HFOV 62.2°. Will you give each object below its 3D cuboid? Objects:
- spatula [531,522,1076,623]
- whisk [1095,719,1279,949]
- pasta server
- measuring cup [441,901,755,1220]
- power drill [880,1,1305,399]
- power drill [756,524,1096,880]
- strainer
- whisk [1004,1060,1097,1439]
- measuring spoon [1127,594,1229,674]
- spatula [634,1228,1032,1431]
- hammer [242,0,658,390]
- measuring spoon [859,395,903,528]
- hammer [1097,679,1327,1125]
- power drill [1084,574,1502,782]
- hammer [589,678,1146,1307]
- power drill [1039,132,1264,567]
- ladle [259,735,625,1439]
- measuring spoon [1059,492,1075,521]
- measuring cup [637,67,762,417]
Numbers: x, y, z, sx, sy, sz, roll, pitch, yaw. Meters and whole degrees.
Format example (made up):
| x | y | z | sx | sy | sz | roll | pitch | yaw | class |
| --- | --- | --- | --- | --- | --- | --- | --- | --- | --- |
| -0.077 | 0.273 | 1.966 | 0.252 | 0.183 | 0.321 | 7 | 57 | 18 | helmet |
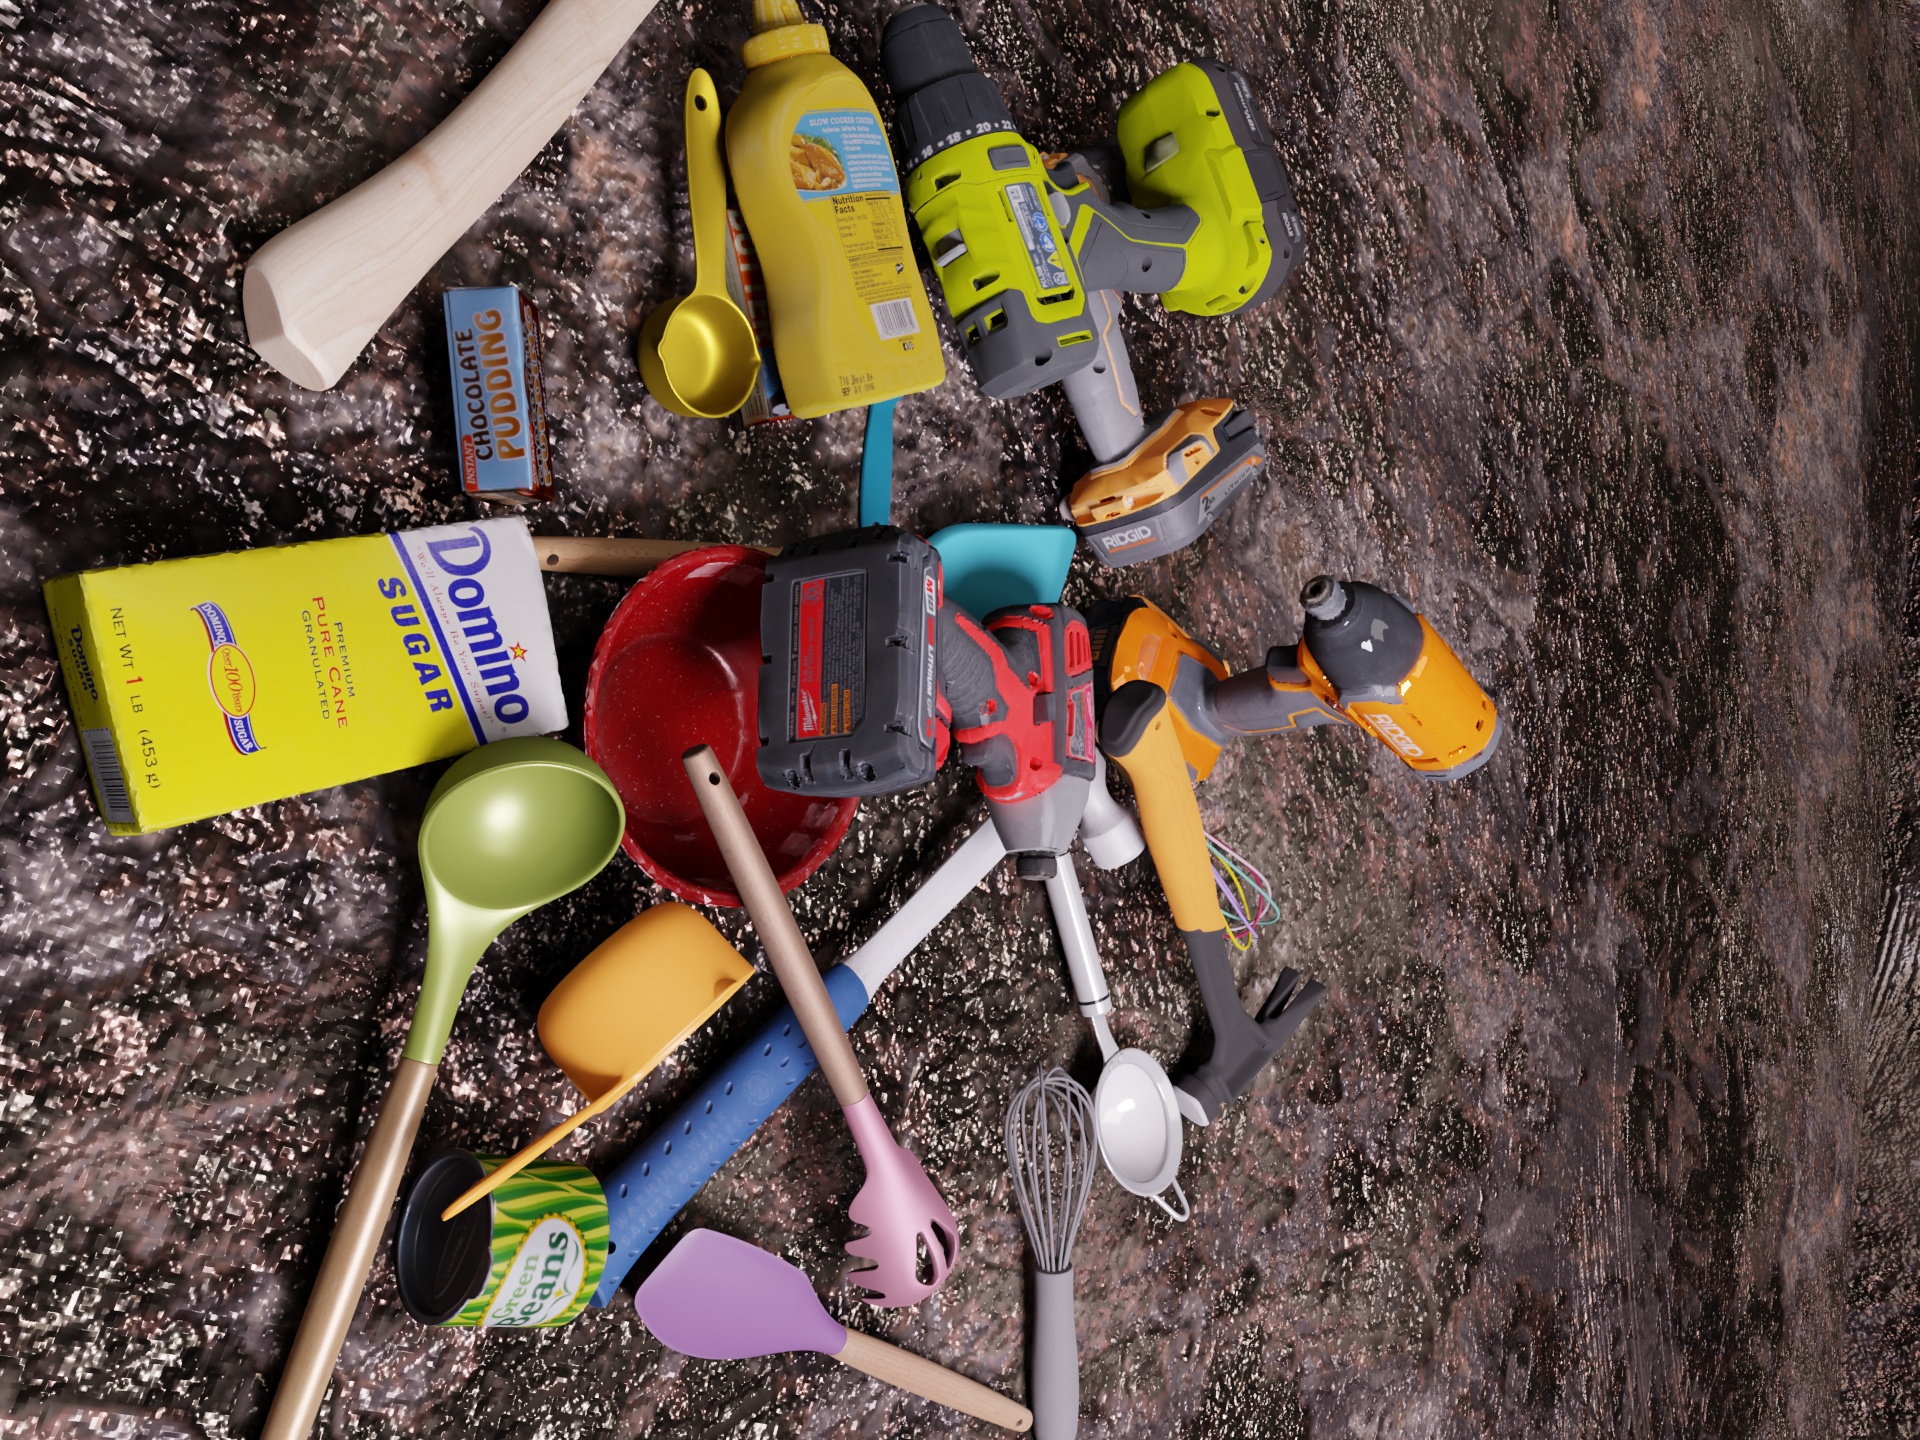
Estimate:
| x | y | z | sx | sy | sz | roll | pitch | yaw | class |
| --- | --- | --- | --- | --- | --- | --- | --- | --- | --- |
| -0.072 | -0.073 | 0.785 | 0.317 | 0.044 | 0.082 | -2 | 121 | -45 | spatula |
| 0.141 | 0.073 | 0.985 | 0.047 | 0.051 | 0.244 | -59 | 137 | -20 | whisk |
| -0.064 | 0.149 | 0.730 | 0.060 | 0.040 | 0.316 | -38 | 117 | -37 | pasta server |
| -0.157 | 0.132 | 0.643 | 0.052 | 0.095 | 0.173 | 48 | 37 | 5 | measuring cup |
| 0.066 | -0.281 | 0.832 | 0.228 | 0.080 | 0.190 | -22 | 93 | -39 | power drill |
| -0.001 | -0.002 | 0.760 | 0.219 | 0.078 | 0.143 | 19 | 68 | -58 | power drill |
| 0.081 | 0.175 | 0.943 | 0.087 | 0.050 | 0.258 | -23 | 99 | -52 | strainer |
| 0.051 | 0.311 | 0.905 | 0.055 | 0.055 | 0.239 | -8 | 99 | -47 | whisk |
| 0.144 | -0.053 | 1.038 | 0.116 | 0.011 | 0.021 | 33 | 65 | -41 | measuring spoon |
| -0.049 | 0.319 | 0.797 | 0.060 | 0.018 | 0.315 | -50 | 133 | -3 | spatula |
| -0.165 | -0.292 | 0.701 | 0.146 | 0.038 | 0.411 | 49 | 56 | -36 | hammer |
| -0.037 | -0.150 | 0.841 | 0.042 | 0.021 | 0.129 | 9 | 82 | -47 | measuring spoon |
| 0.143 | 0.101 | 0.938 | 0.127 | 0.034 | 0.336 | -42 | 134 | -22 | hammer |
| 0.170 | -0.026 | 0.907 | 0.164 | 0.226 | 0.084 | 38 | 62 | -39 | power drill |
| -0.051 | 0.120 | 0.797 | 0.405 | 0.035 | 0.144 | -43 | 108 | -37 | hammer |
| 0.095 | -0.229 | 0.942 | 0.185 | 0.084 | 0.226 | -45 | 112 | -38 | power drill |
| -0.210 | 0.158 | 0.604 | 0.078 | 0.062 | 0.320 | 26 | 77 | -40 | ladle |
| 0.106 | -0.136 | 0.997 | 0.124 | 0.018 | 0.034 | -12 | 97 | -46 | measuring spoon |
| -0.125 | -0.218 | 0.736 | 0.062 | 0.029 | 0.156 | -7 | 98 | -48 | measuring cup |
